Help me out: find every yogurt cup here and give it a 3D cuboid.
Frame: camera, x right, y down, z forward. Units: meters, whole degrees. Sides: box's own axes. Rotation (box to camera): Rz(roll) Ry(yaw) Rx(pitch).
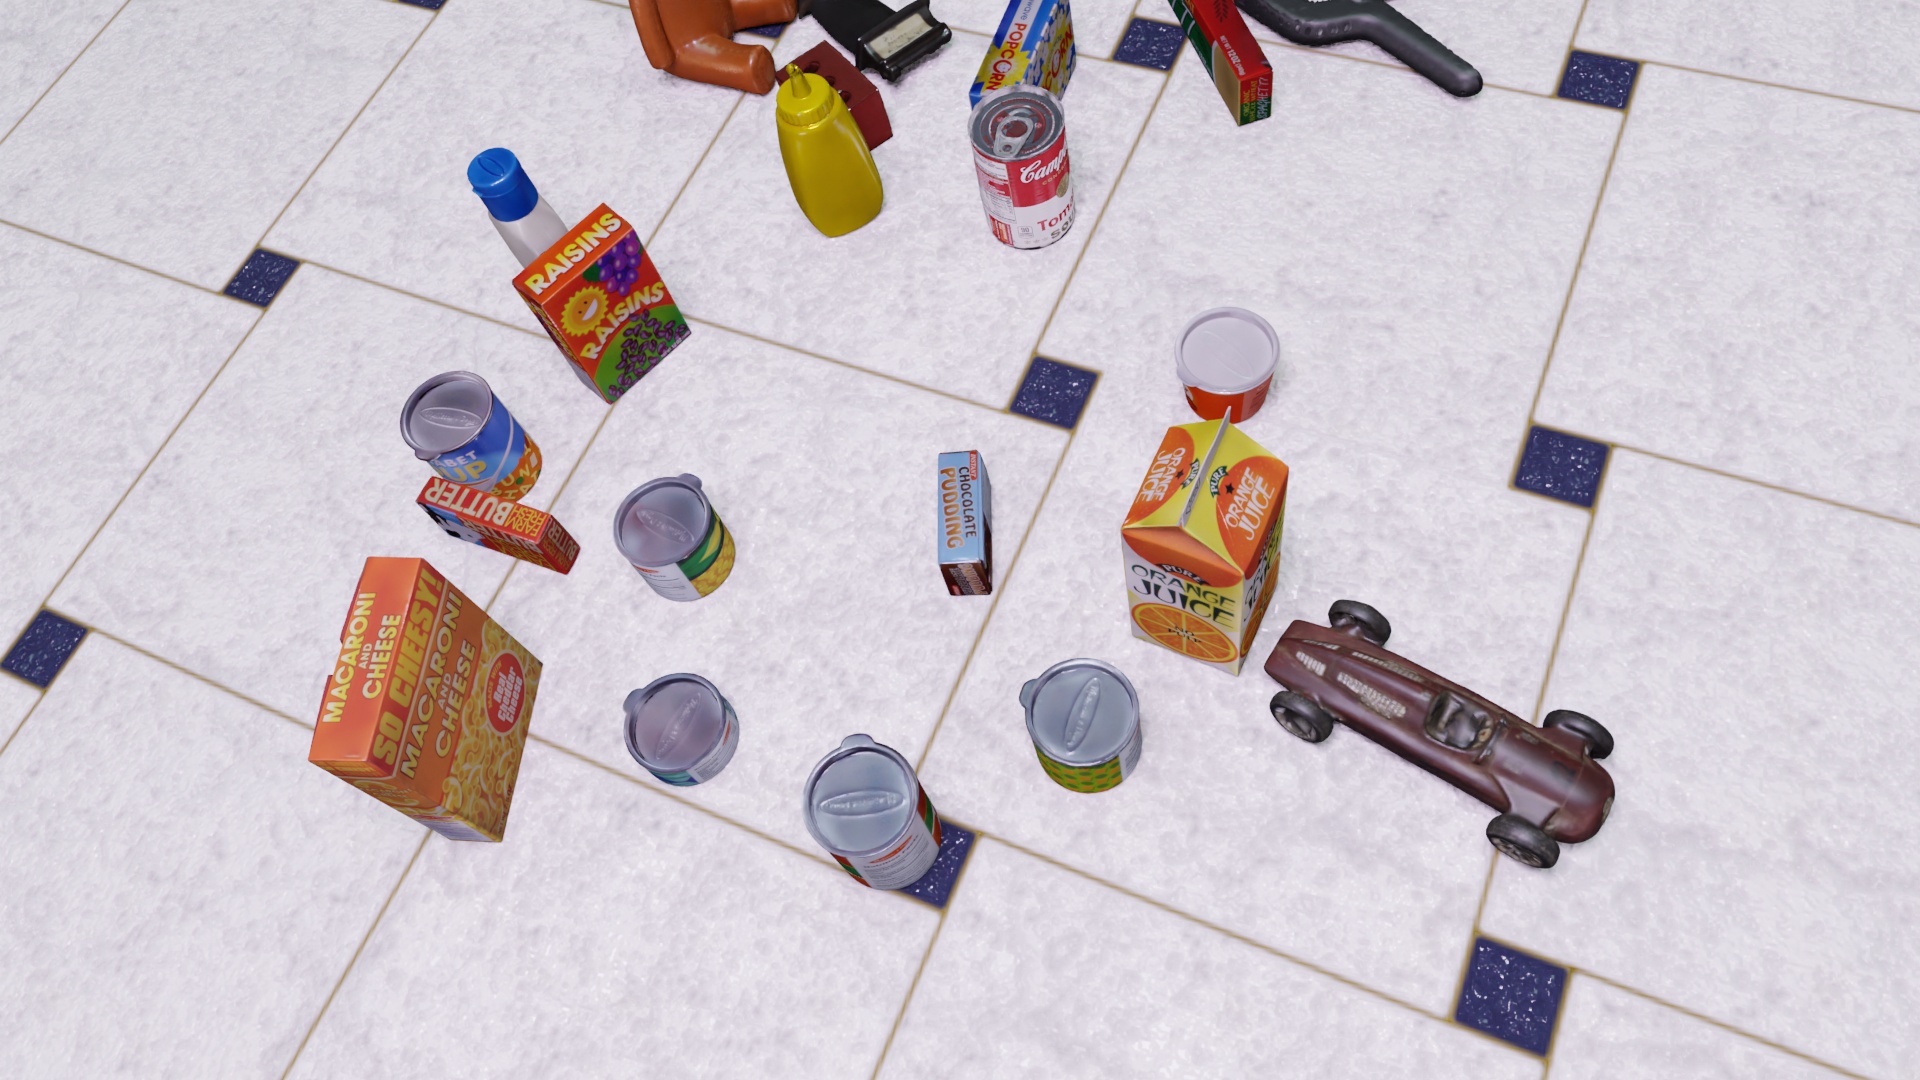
[{"bbox_3d":[0.177,-0.114,0.925,0.072,0.053,0.073,-4,62,8],"label":"yogurt cup"}]

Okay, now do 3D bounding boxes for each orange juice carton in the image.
[{"bbox_3d":[0.140,0.001,0.792,0.073,0.192,0.072,21,68,19],"label":"orange juice carton"}]

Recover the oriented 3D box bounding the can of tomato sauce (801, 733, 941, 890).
[{"bbox_3d":[-0.050,0.159,0.804,0.071,0.082,0.071,-4,62,8],"label":"can of tomato sauce"}]

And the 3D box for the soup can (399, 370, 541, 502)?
[{"bbox_3d":[-0.342,-0.066,0.971,0.071,0.083,0.071,-4,62,8],"label":"soup can"}]

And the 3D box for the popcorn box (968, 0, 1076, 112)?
[{"bbox_3d":[0.049,-0.351,1.053,0.038,0.085,0.127,14,66,16],"label":"popcorn box"}]

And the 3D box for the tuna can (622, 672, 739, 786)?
[{"bbox_3d":[-0.177,0.119,0.876,0.071,0.032,0.071,-4,62,8],"label":"tuna can"}]

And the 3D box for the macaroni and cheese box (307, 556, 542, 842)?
[{"bbox_3d":[-0.315,0.100,0.833,0.040,0.165,0.124,0,63,10],"label":"macaroni and cheese box"}]

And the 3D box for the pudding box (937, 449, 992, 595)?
[{"bbox_3d":[0.003,-0.011,0.903,0.030,0.049,0.084,-5,62,7],"label":"pudding box"}]

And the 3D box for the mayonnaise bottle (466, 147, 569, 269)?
[{"bbox_3d":[-0.308,-0.222,1.010,0.065,0.147,0.041,36,74,24],"label":"mayonnaise bottle"}]

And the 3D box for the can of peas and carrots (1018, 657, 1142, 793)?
[{"bbox_3d":[0.072,0.110,0.823,0.071,0.058,0.071,-4,62,8],"label":"can of peas and carrots"}]

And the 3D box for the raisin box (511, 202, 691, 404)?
[{"bbox_3d":[-0.251,-0.166,0.985,0.040,0.123,0.086,39,75,25],"label":"raisin box"}]

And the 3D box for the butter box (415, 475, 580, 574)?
[{"bbox_3d":[-0.317,-0.010,0.955,0.103,0.053,0.024,17,67,17],"label":"butter box"}]

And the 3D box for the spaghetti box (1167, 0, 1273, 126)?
[{"bbox_3d":[0.184,-0.430,1.091,0.029,0.050,0.251,-19,61,0],"label":"spaghetti box"}]

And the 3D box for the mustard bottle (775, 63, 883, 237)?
[{"bbox_3d":[-0.100,-0.288,1.003,0.065,0.159,0.049,-28,62,-5],"label":"mustard bottle"}]

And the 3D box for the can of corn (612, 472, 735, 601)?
[{"bbox_3d":[-0.188,-0.002,0.926,0.071,0.058,0.071,-4,62,8],"label":"can of corn"}]
